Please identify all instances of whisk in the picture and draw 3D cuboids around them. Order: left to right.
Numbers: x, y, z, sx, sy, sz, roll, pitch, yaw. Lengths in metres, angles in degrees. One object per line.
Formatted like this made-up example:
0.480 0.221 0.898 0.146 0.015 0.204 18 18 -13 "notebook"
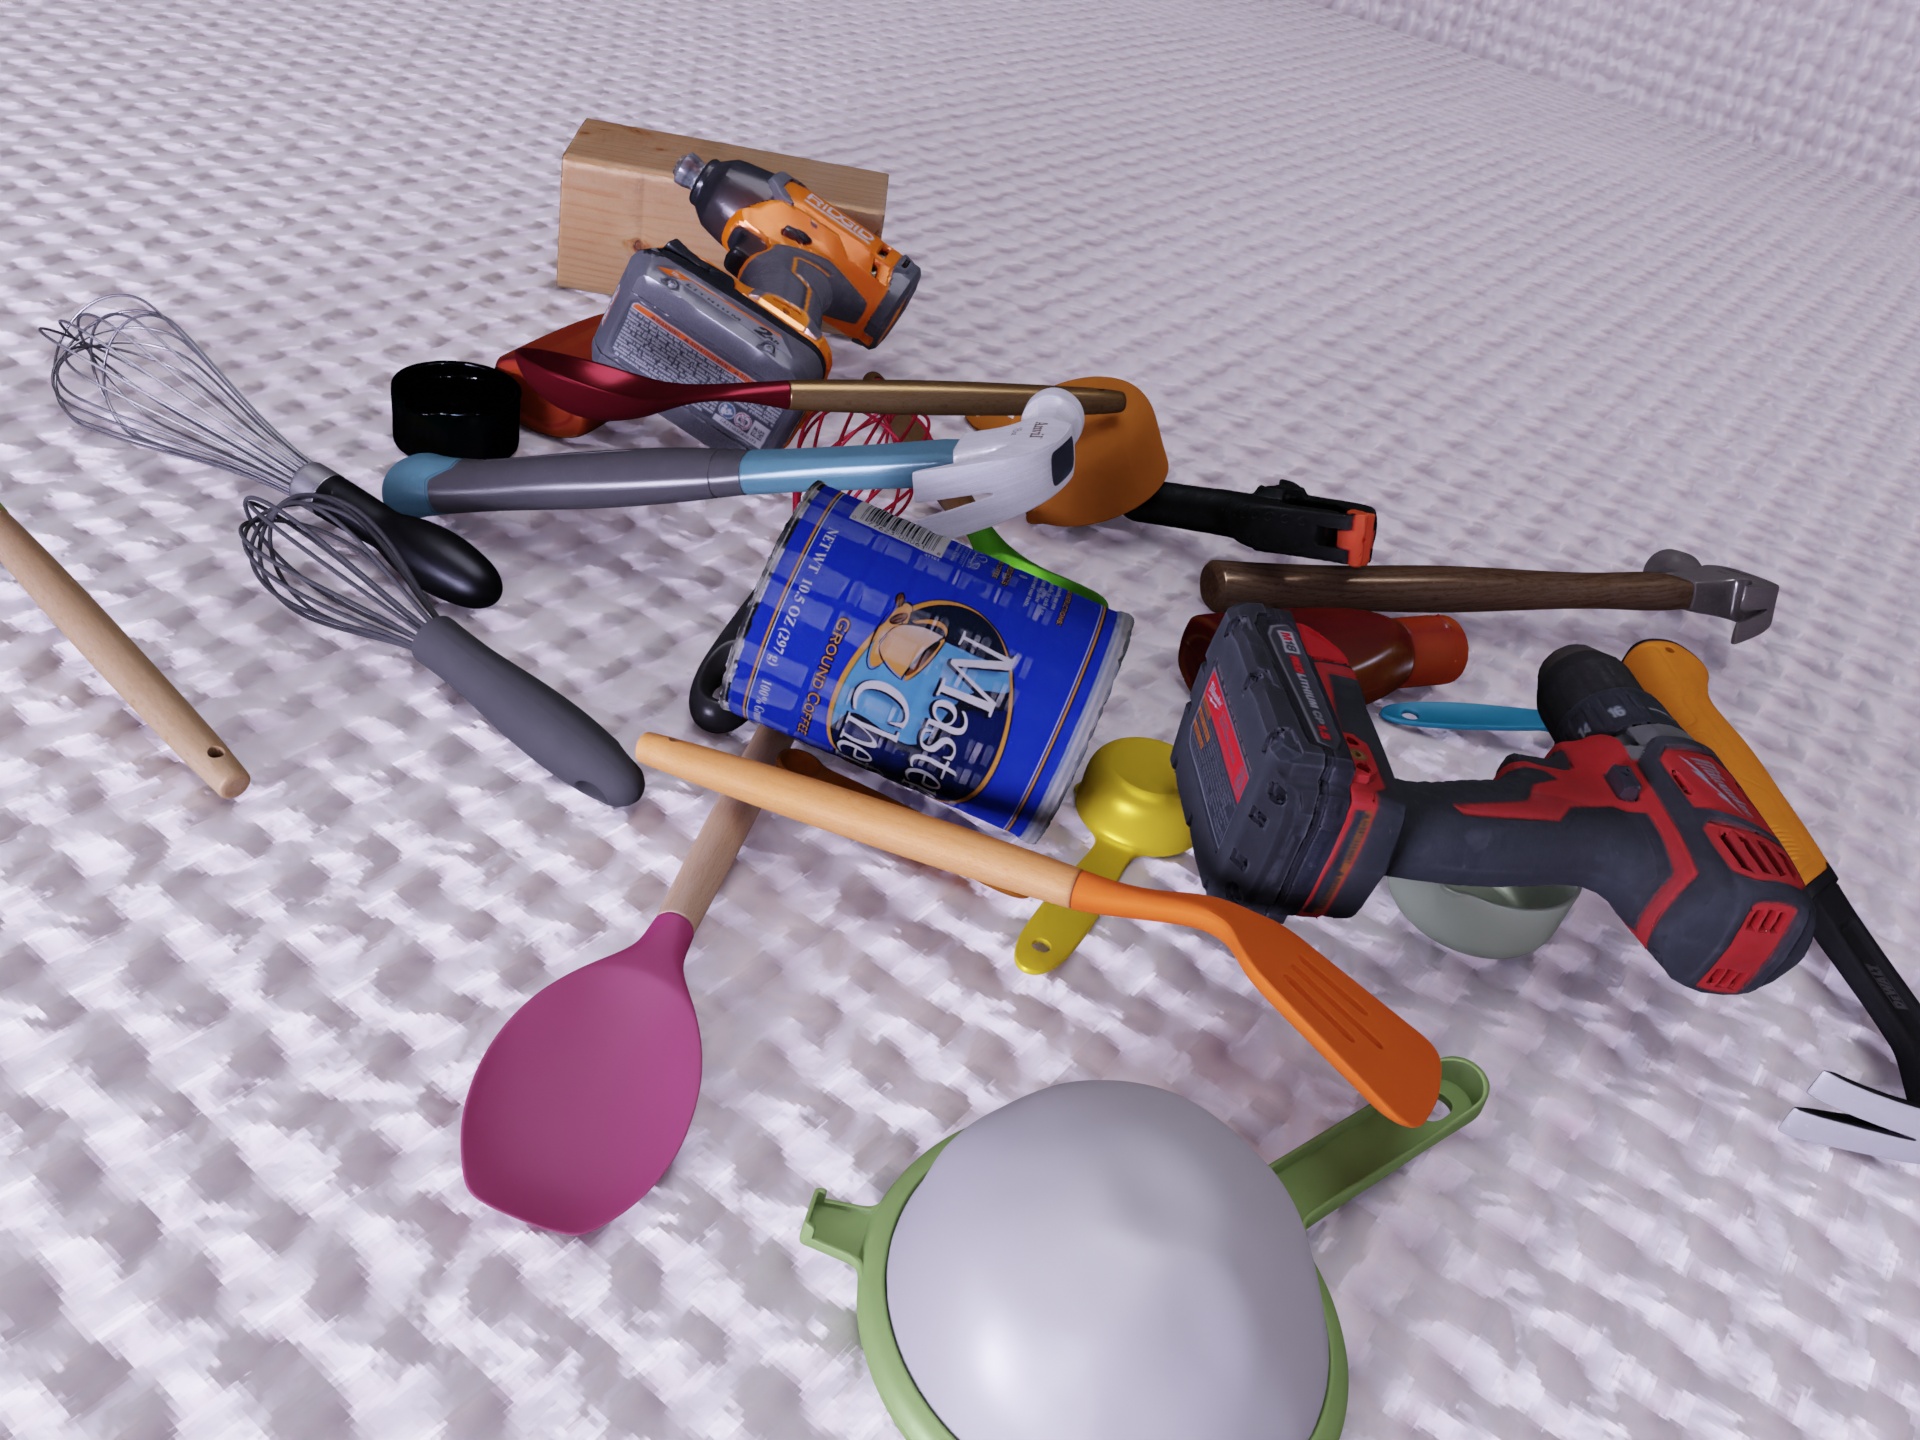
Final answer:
-0.330 -0.123 0.757 0.285 0.070 0.070 30 38 15 "whisk"
-0.221 -0.031 0.670 0.239 0.055 0.055 34 40 20 "whisk"
-0.073 -0.090 0.789 0.073 0.073 0.296 16 41 5 "whisk"

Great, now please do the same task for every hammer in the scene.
-0.112 -0.116 0.748 0.331 0.033 0.128 -1 27 12 "hammer"
0.295 -0.071 0.877 0.331 0.031 0.130 0 16 -12 "hammer"
0.372 0.063 0.731 0.127 0.034 0.337 8 35 -8 "hammer"

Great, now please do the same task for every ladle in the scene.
-0.391 -0.059 0.665 0.320 0.062 0.078 39 40 22 "ladle"
-0.062 -0.165 0.804 0.315 0.031 0.069 -2 25 -18 "ladle"

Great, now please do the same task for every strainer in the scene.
0.090 0.144 0.495 0.256 0.069 0.152 -18 45 -34 "strainer"

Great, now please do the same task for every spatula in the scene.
0.018 0.063 0.579 0.323 0.041 0.081 17 13 19 "spatula"

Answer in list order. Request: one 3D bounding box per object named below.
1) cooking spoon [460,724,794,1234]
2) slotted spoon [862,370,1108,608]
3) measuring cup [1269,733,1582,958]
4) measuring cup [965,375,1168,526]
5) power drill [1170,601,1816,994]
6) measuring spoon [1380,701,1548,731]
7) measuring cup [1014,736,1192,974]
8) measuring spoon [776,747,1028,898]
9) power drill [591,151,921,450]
-0.098 0.061 0.596 0.068 0.017 0.319 22 35 -2 "cooking spoon"
-0.003 -0.125 0.884 0.070 0.031 0.314 -3 36 -22 "slotted spoon"
0.184 0.046 0.692 0.168 0.038 0.083 32 39 28 "measuring cup"
0.047 -0.174 0.926 0.095 0.052 0.174 -34 42 -16 "measuring cup"
0.206 0.017 0.641 0.226 0.080 0.188 9 35 -10 "power drill"
0.275 0.006 0.800 0.128 0.021 0.042 4 35 3 "measuring spoon"
0.059 0.051 0.649 0.062 0.029 0.156 23 34 15 "measuring cup"
-0.024 0.044 0.642 0.117 0.011 0.021 29 30 3 "measuring spoon"
-0.125 -0.253 0.925 0.164 0.084 0.227 33 37 -7 "power drill"
